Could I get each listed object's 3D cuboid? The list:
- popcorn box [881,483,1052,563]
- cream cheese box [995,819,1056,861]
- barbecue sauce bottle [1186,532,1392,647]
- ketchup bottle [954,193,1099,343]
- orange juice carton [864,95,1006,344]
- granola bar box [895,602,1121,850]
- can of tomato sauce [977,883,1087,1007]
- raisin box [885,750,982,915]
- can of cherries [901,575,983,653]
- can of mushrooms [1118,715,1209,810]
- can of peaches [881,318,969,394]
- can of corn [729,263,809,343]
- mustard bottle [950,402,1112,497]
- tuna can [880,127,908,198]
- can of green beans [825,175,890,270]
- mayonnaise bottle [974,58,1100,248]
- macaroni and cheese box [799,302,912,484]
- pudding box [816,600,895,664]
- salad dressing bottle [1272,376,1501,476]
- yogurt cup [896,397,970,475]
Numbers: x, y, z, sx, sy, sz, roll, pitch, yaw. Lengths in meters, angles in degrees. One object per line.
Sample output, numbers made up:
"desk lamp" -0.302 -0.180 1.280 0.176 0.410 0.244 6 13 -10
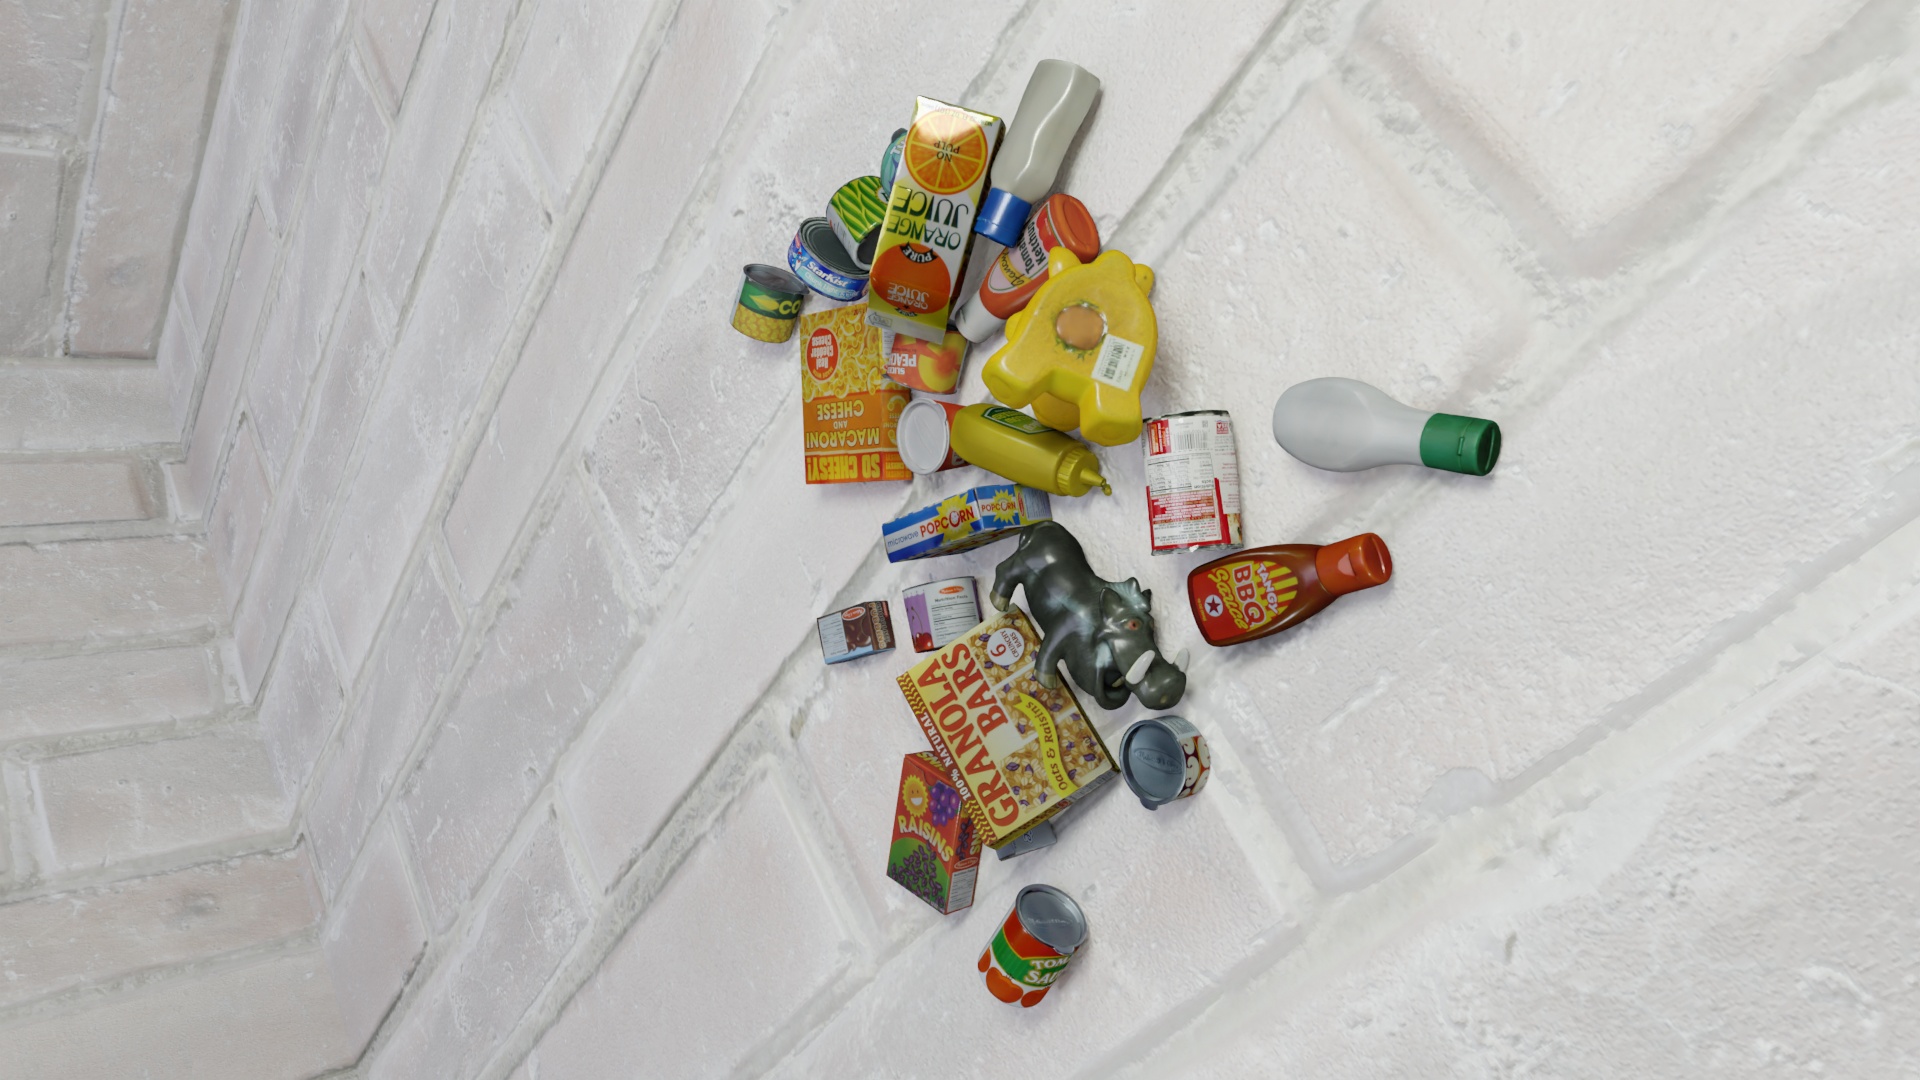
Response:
"popcorn box" 0.004 -0.015 1.192 0.126 0.085 0.038 -20 80 46
"cream cheese box" 0.040 0.219 1.194 0.024 0.053 0.104 -38 66 40
"barbecue sauce bottle" 0.231 0.031 0.981 0.148 0.044 0.065 -22 81 45
"ketchup bottle" 0.052 -0.219 1.155 0.148 0.043 0.065 -39 56 42
"orange juice carton" -0.023 -0.265 1.164 0.072 0.073 0.192 17 101 3
"granola bar box" 0.038 0.154 1.159 0.124 0.039 0.166 -33 64 6
"can of tomato sauce" 0.061 0.344 1.172 0.071 0.071 0.082 49 127 33
"raisin box" -0.021 0.266 1.275 0.086 0.040 0.123 22 108 45
"can of cherries" -0.015 0.067 1.235 0.071 0.072 0.058 -19 80 46
"can of mushrooms" 0.158 0.172 1.078 0.071 0.033 0.071 5 96 46
"can of peaches" -0.030 -0.167 1.228 0.071 0.071 0.057 33 115 41
"can of corn" -0.193 -0.238 1.404 0.071 0.071 0.058 43 123 36
"mustard bottle" 0.065 -0.070 1.142 0.160 0.065 0.048 26 117 37
"tuna can" -0.036 -0.328 1.224 0.033 0.071 0.070 32 116 39
"can of green beans" -0.082 -0.292 1.278 0.071 0.071 0.058 -52 58 36
"mayonnaise bottle" 0.057 -0.310 1.117 0.065 0.041 0.148 36 103 54
"macaroni and cheese box" -0.100 -0.138 1.329 0.123 0.040 0.166 0 92 47
"pudding box" -0.102 0.091 1.356 0.083 0.030 0.050 -20 77 46
"salad dressing bottle" 0.280 -0.072 0.921 0.148 0.044 0.064 17 103 44
"yogurt cup" -0.016 -0.092 1.230 0.072 0.054 0.072 5 97 47
